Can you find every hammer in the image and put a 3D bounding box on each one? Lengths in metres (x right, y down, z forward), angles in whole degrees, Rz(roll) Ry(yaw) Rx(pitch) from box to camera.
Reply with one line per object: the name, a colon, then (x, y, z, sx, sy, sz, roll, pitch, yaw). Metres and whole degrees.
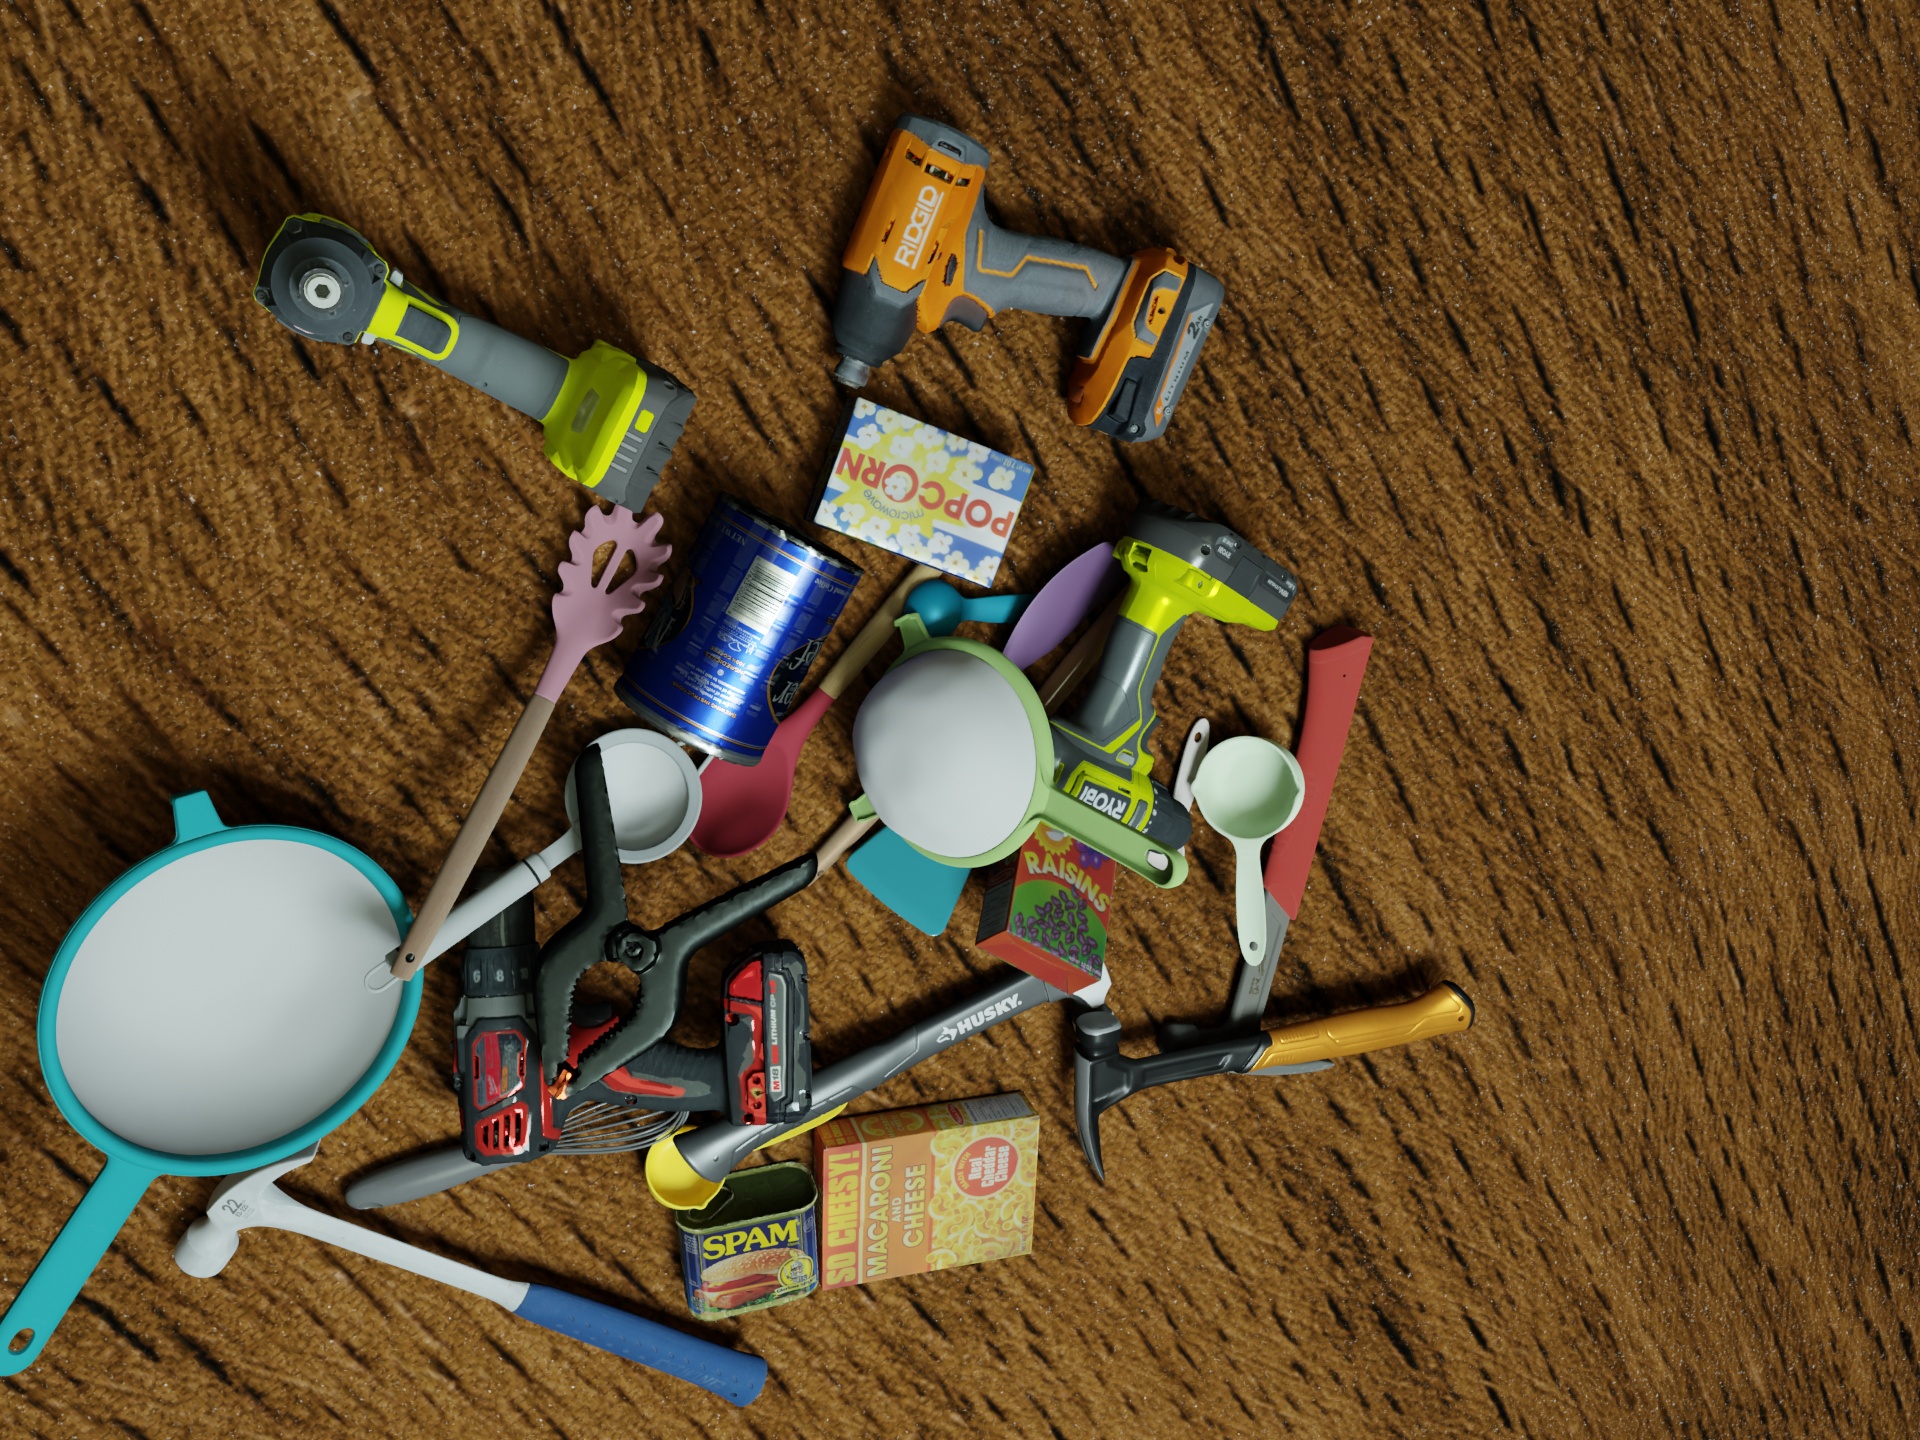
hammer: (-0.046, 0.233, 1.136, 0.335, 0.035, 0.146, -24, 113, -17)
hammer: (0.246, 0.258, 1.224, 0.336, 0.034, 0.127, -8, 110, -17)
hammer: (0.260, 0.105, 1.216, 0.149, 0.037, 0.359, 7, 105, -21)
hammer: (-0.308, 0.388, 1.086, 0.405, 0.035, 0.144, 31, 114, -24)

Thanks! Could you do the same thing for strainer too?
strainer: (-0.471, 0.208, 0.937, 0.210, 0.095, 0.340, 39, 77, -40)
strainer: (-0.261, 0.087, 0.999, 0.258, 0.050, 0.087, -37, 93, -23)
strainer: (0.020, 0.044, 0.980, 0.069, 0.257, 0.151, -9, 120, -51)

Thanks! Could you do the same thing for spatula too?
spatula: (-0.002, -0.003, 1.093, 0.316, 0.018, 0.059, -46, 144, 3)
spatula: (0.049, 0.003, 1.105, 0.082, 0.044, 0.317, 39, 90, 2)

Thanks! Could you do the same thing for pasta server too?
pasta server: (-0.264, 0.010, 0.961, 0.060, 0.040, 0.316, 27, 79, -13)

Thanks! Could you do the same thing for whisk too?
whisk: (-0.296, 0.288, 1.078, 0.239, 0.055, 0.055, -15, 112, -9)

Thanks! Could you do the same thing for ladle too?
ladle: (-0.074, -0.039, 1.060, 0.069, 0.031, 0.315, 40, 90, -22)

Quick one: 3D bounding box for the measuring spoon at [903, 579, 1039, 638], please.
measuring spoon: (0.023, -0.073, 1.072, 0.128, 0.021, 0.042, -3, 112, -29)

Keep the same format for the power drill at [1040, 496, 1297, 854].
power drill: (0.133, -0.018, 1.087, 0.190, 0.080, 0.228, 24, 95, -44)

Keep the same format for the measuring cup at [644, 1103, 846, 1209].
measuring cup: (-0.153, 0.302, 1.142, 0.156, 0.029, 0.062, -18, 75, -27)

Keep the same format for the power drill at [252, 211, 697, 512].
power drill: (-0.265, -0.199, 0.864, 0.223, 0.171, 0.080, 24, 98, -27)

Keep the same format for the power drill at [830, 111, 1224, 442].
power drill: (0.033, -0.256, 0.998, 0.226, 0.084, 0.164, 20, 101, -19)

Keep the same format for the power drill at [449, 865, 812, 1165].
power drill: (-0.215, 0.185, 1.034, 0.226, 0.080, 0.188, -2, 87, -11)

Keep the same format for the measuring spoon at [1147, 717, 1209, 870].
measuring spoon: (0.160, 0.057, 1.180, 0.034, 0.018, 0.124, 12, 96, -34)

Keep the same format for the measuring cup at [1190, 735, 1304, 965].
measuring cup: (0.215, 0.093, 1.163, 0.083, 0.038, 0.167, -1, 94, 26)
